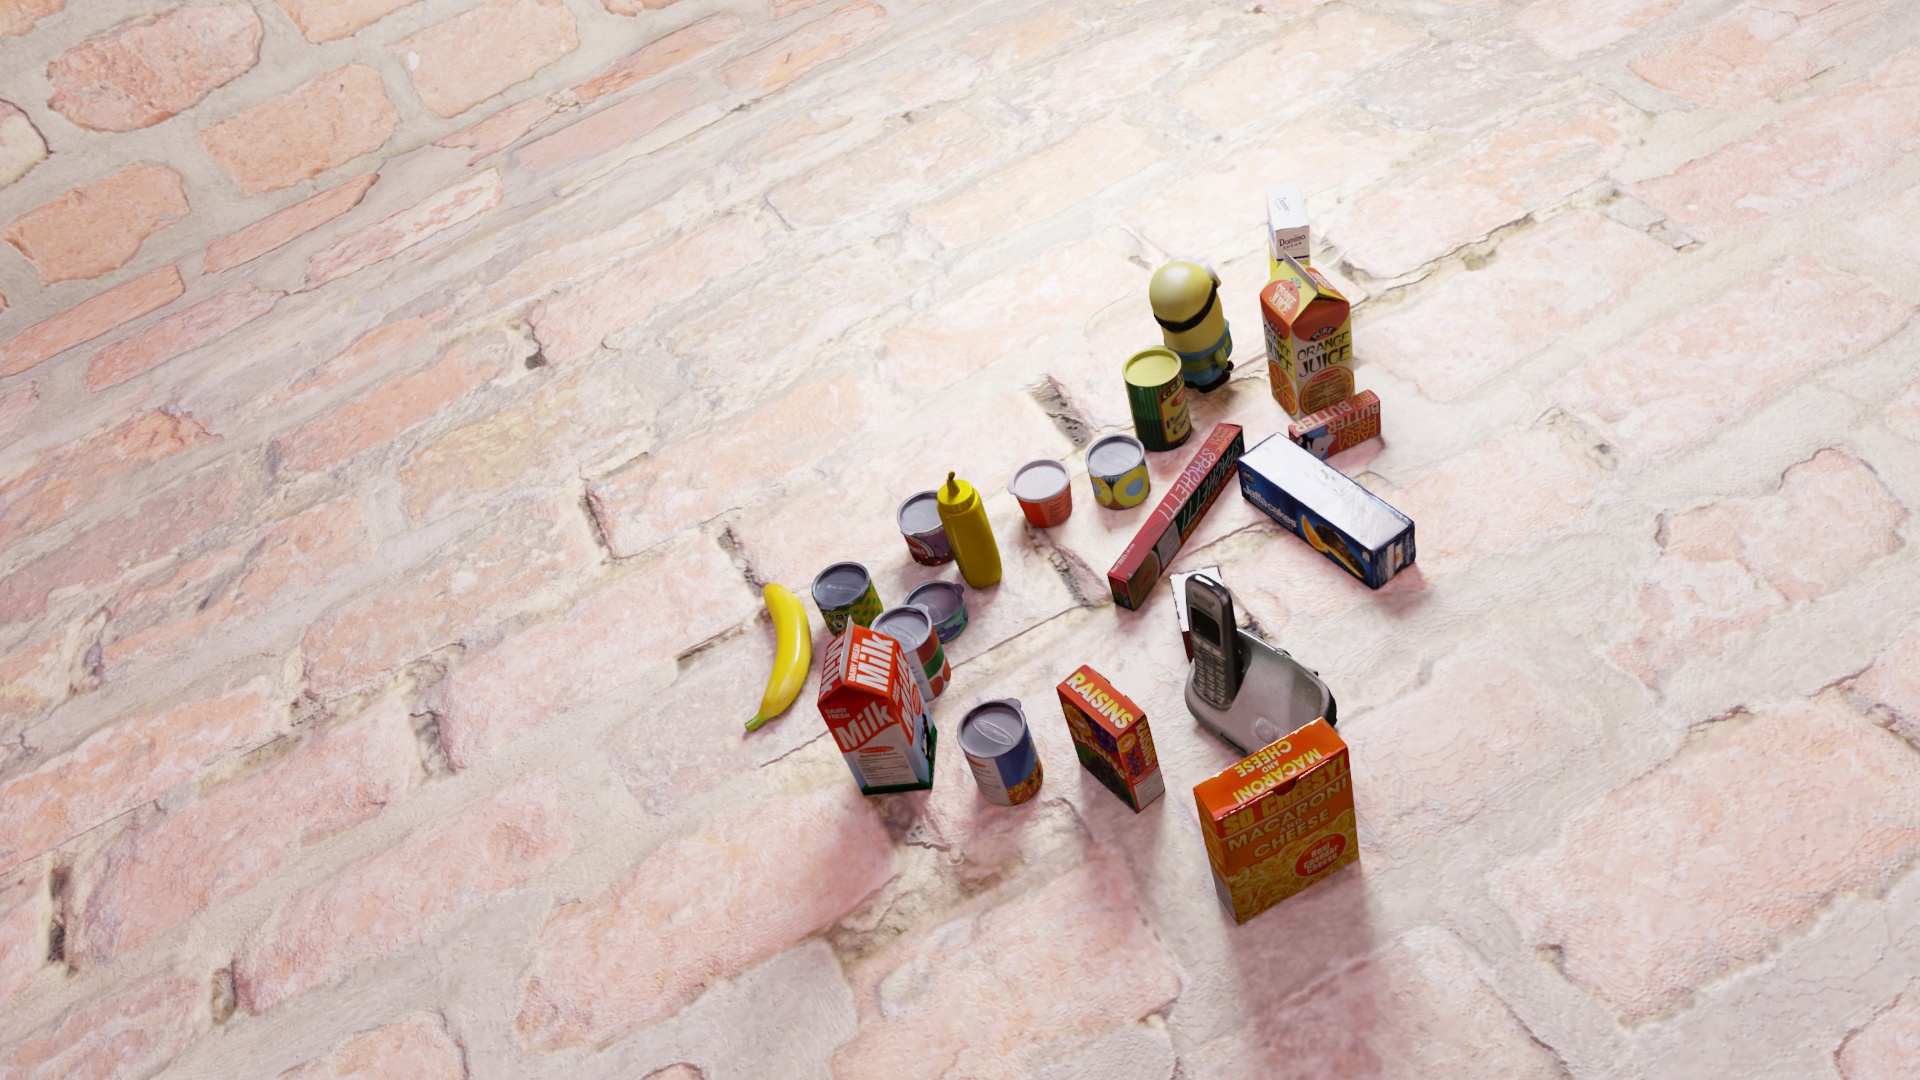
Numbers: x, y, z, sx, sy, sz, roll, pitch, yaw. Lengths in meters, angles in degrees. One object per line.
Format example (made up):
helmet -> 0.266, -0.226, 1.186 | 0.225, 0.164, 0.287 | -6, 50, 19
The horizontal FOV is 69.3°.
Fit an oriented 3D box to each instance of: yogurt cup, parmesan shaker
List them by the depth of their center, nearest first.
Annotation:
yogurt cup -> 0.094, -0.051, 1.558 | 0.072, 0.053, 0.073 | -10, 45, 10
parmesan shaker -> 0.226, -0.161, 1.584 | 0.071, 0.102, 0.072 | -10, 45, 10

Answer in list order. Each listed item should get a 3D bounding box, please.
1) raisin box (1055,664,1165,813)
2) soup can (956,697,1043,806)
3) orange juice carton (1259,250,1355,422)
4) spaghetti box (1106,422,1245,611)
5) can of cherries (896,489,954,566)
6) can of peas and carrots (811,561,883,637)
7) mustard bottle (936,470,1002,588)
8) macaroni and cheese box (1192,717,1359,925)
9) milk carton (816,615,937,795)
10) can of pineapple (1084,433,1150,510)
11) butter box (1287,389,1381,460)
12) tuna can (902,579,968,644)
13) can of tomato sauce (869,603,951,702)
raisin box -> 0.138, 0.181, 1.265 | 0.040, 0.122, 0.086 | -36, 46, -16
soup can -> 0.040, 0.199, 1.310 | 0.071, 0.083, 0.072 | -10, 45, 10
orange juice carton -> 0.381, -0.225, 1.527 | 0.073, 0.191, 0.072 | -23, 44, -3
spaghetti box -> 0.235, -0.030, 1.490 | 0.029, 0.050, 0.251 | 19, 56, 33
can of cherries -> -0.035, -0.012, 1.561 | 0.071, 0.058, 0.072 | -10, 45, 10
can of peas and carrots -> -0.123, 0.068, 1.513 | 0.071, 0.058, 0.071 | -10, 45, 10
mustard bottle -> 0.005, -0.019, 1.480 | 0.049, 0.159, 0.065 | -20, 44, 0
macaroni and cheese box -> 0.263, 0.233, 1.140 | 0.124, 0.165, 0.040 | -27, 44, -7
milk carton -> -0.082, 0.157, 1.317 | 0.073, 0.189, 0.073 | -8, 45, 13
can of pineapple -> 0.175, -0.075, 1.550 | 0.071, 0.057, 0.071 | -10, 45, 10
butter box -> 0.409, -0.121, 1.517 | 0.103, 0.053, 0.024 | -25, 44, -5
tuna can -> -0.024, 0.076, 1.489 | 0.071, 0.032, 0.071 | -10, 45, 10
can of tomato sauce -> -0.050, 0.116, 1.423 | 0.071, 0.082, 0.071 | -10, 45, 10
